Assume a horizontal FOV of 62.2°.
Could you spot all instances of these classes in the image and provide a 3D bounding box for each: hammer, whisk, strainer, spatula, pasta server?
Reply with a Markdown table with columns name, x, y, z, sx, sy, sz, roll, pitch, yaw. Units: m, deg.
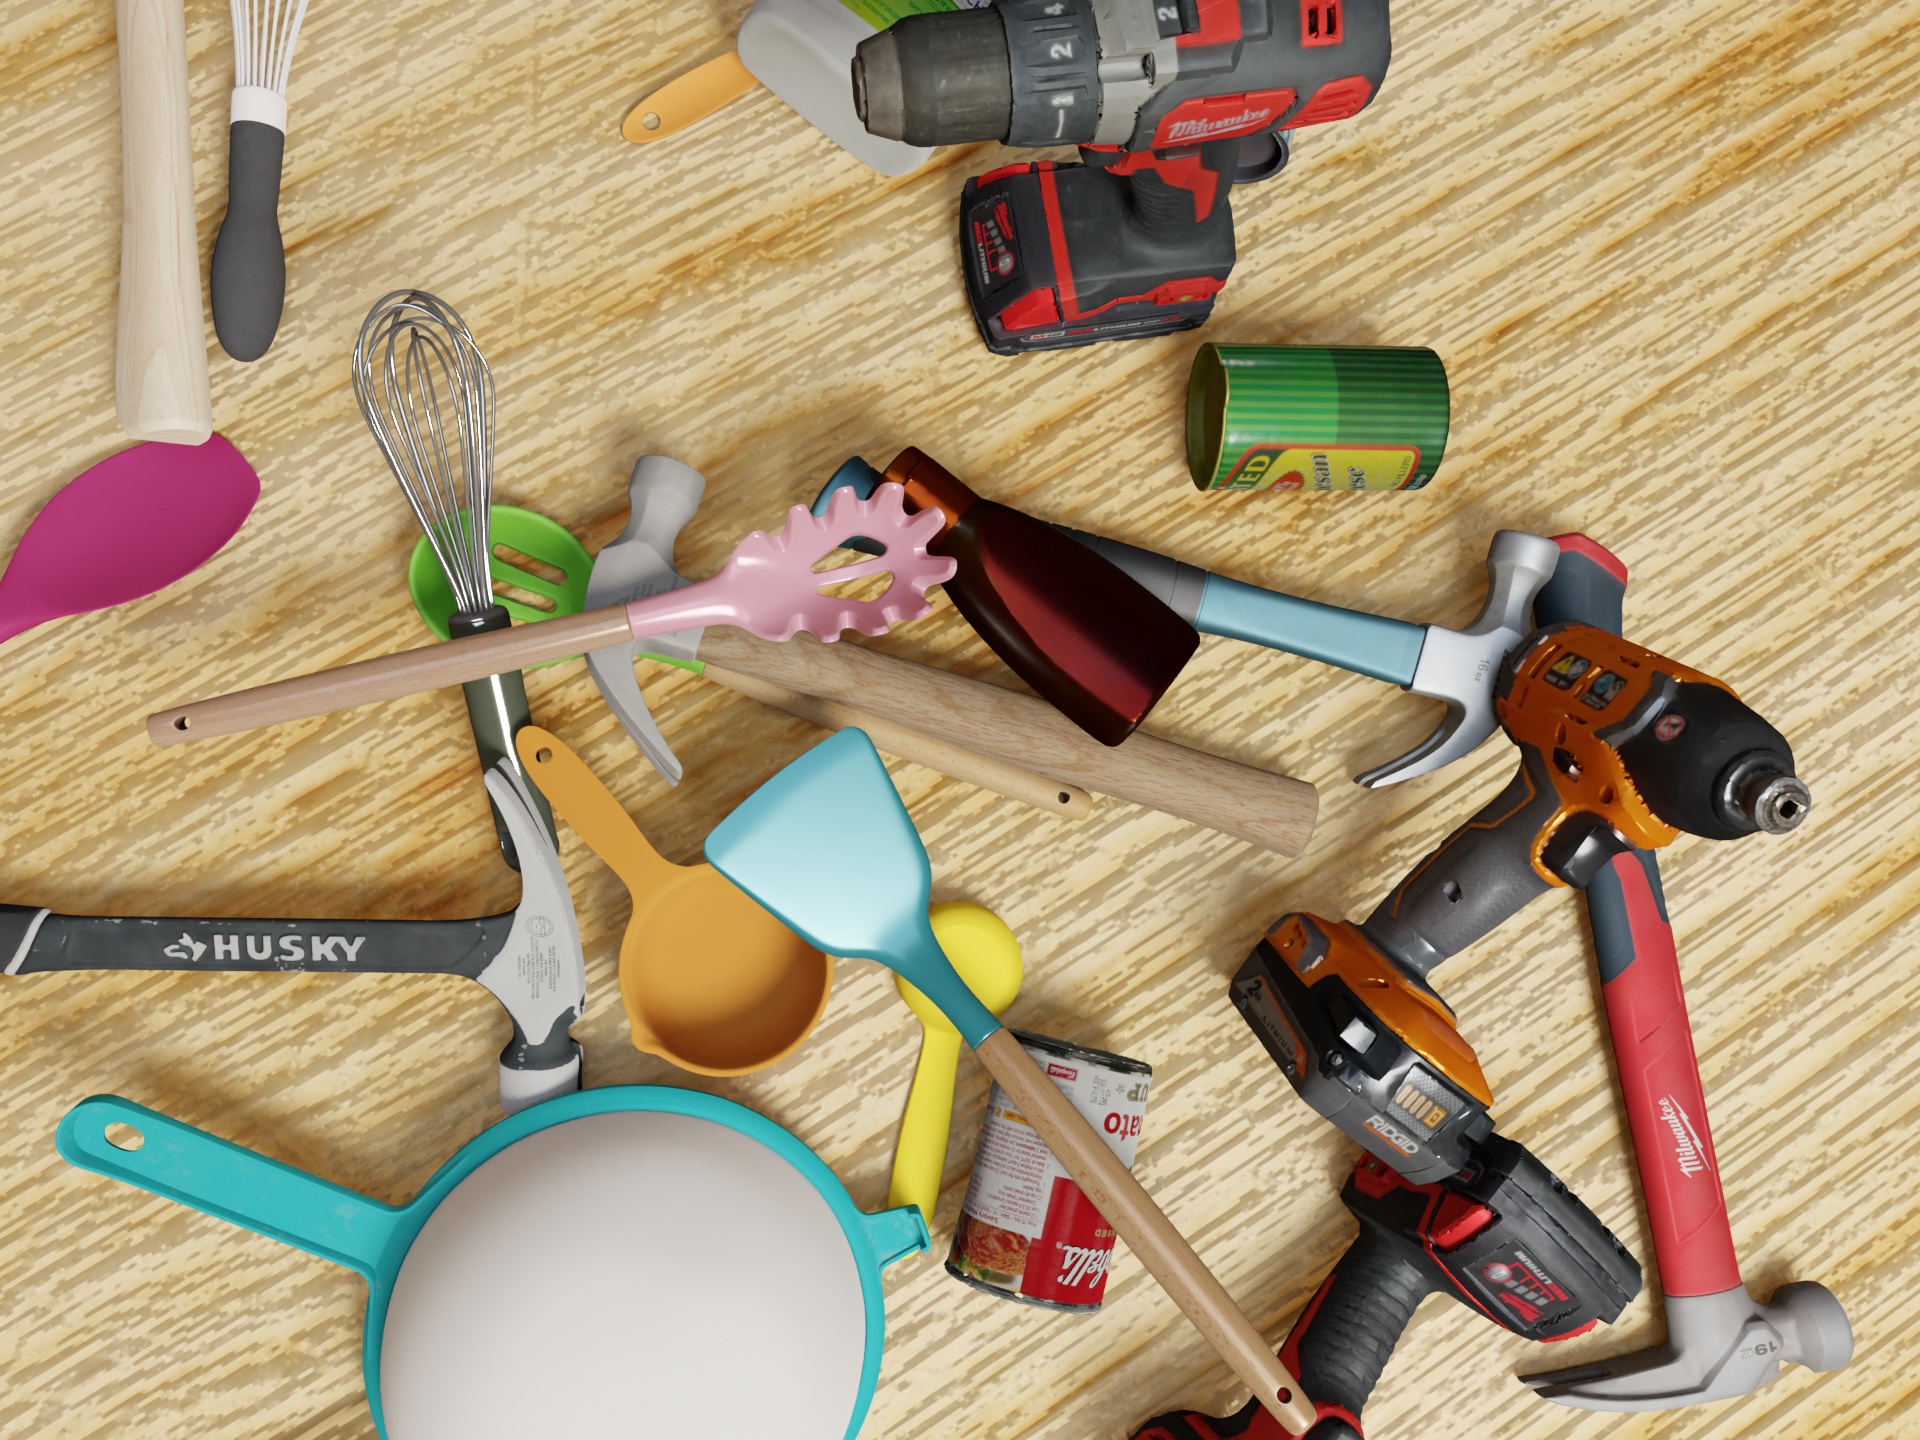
| name | x | y | z | sx | sy | sz | roll | pitch | yaw |
| --- | --- | --- | --- | --- | --- | --- | --- | --- | --- |
| hammer | 0.291 | 0.108 | 0.721 | 0.143 | 0.038 | 0.386 | -9 | 85 | -5 |
| whisk | -0.308 | -0.299 | 0.699 | 0.070 | 0.070 | 0.284 | 4 | 88 | -5 |
| strainer | -0.186 | 0.229 | 0.604 | 0.340 | 0.095 | 0.211 | 26 | 90 | -11 |
| hammer | -0.360 | 0.086 | 0.647 | 0.409 | 0.036 | 0.149 | 2 | 101 | -3 |
| hammer | 0.094 | -0.059 | 0.715 | 0.331 | 0.033 | 0.128 | 14 | 92 | -1 |
| hammer | -0.341 | -0.325 | 0.672 | 0.038 | 0.146 | 0.411 | -3 | 88 | -49 |
| hammer | -0.001 | -0.002 | 0.687 | 0.331 | 0.031 | 0.130 | 18 | 73 | -8 |
| whisk | -0.200 | -0.051 | 0.654 | 0.058 | 0.059 | 0.246 | 3 | 110 | 34 |
| spatula | 0.026 | 0.144 | 0.621 | 0.082 | 0.044 | 0.318 | -38 | 74 | -12 |
| pasta server | -0.158 | -0.034 | 0.627 | 0.316 | 0.040 | 0.060 | -14 | 90 | -9 |

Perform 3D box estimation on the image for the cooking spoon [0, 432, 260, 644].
| name | x | y | z | sx | sy | sz | roll | pitch | yaw |
| --- | --- | --- | --- | --- | --- | --- | --- | --- | --- |
| cooking spoon | -0.432 | -0.017 | 0.654 | 0.319 | 0.017 | 0.069 | -40 | 78 | -16 |

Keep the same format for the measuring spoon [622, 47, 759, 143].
| name | x | y | z | sx | sy | sz | roll | pitch | yaw |
| --- | --- | --- | --- | --- | --- | --- | --- | --- | --- |
| measuring spoon | -0.106 | -0.300 | 0.741 | 0.117 | 0.011 | 0.021 | -31 | 99 | -5 |

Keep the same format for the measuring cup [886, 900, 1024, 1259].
| name | x | y | z | sx | sy | sz | roll | pitch | yaw |
| --- | --- | --- | --- | --- | --- | --- | --- | --- | --- |
| measuring cup | -0.010 | 0.156 | 0.688 | 0.062 | 0.029 | 0.156 | 11 | 81 | -4 |

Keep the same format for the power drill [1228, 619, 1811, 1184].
| name | x | y | z | sx | sy | sz | roll | pitch | yaw |
| --- | --- | --- | --- | --- | --- | --- | --- | --- | --- |
| power drill | 0.222 | 0.070 | 0.635 | 0.084 | 0.164 | 0.226 | 38 | 97 | -17 |

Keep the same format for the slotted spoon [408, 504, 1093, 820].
| name | x | y | z | sx | sy | sz | roll | pitch | yaw |
| --- | --- | --- | --- | --- | --- | --- | --- | --- | --- |
| slotted spoon | -0.088 | -0.015 | 0.702 | 0.313 | 0.031 | 0.070 | 21 | 83 | -5 |

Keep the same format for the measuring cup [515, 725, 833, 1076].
| name | x | y | z | sx | sy | sz | roll | pitch | yaw |
| --- | --- | --- | --- | --- | --- | --- | --- | --- | --- |
| measuring cup | -0.126 | 0.072 | 0.674 | 0.095 | 0.052 | 0.173 | -41 | 89 | -10 |

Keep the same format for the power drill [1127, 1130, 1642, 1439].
| name | x | y | z | sx | sy | sz | roll | pitch | yaw |
| --- | --- | --- | --- | --- | --- | --- | --- | --- | --- |
| power drill | 0.160 | 0.268 | 0.637 | 0.078 | 0.143 | 0.220 | 45 | 79 | -8 |

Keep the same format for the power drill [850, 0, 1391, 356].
| name | x | y | z | sx | sy | sz | roll | pitch | yaw |
| --- | --- | --- | --- | --- | --- | --- | --- | --- | --- |
| power drill | 0.047 | -0.222 | 0.636 | 0.188 | 0.226 | 0.080 | -9 | 85 | -7 |
